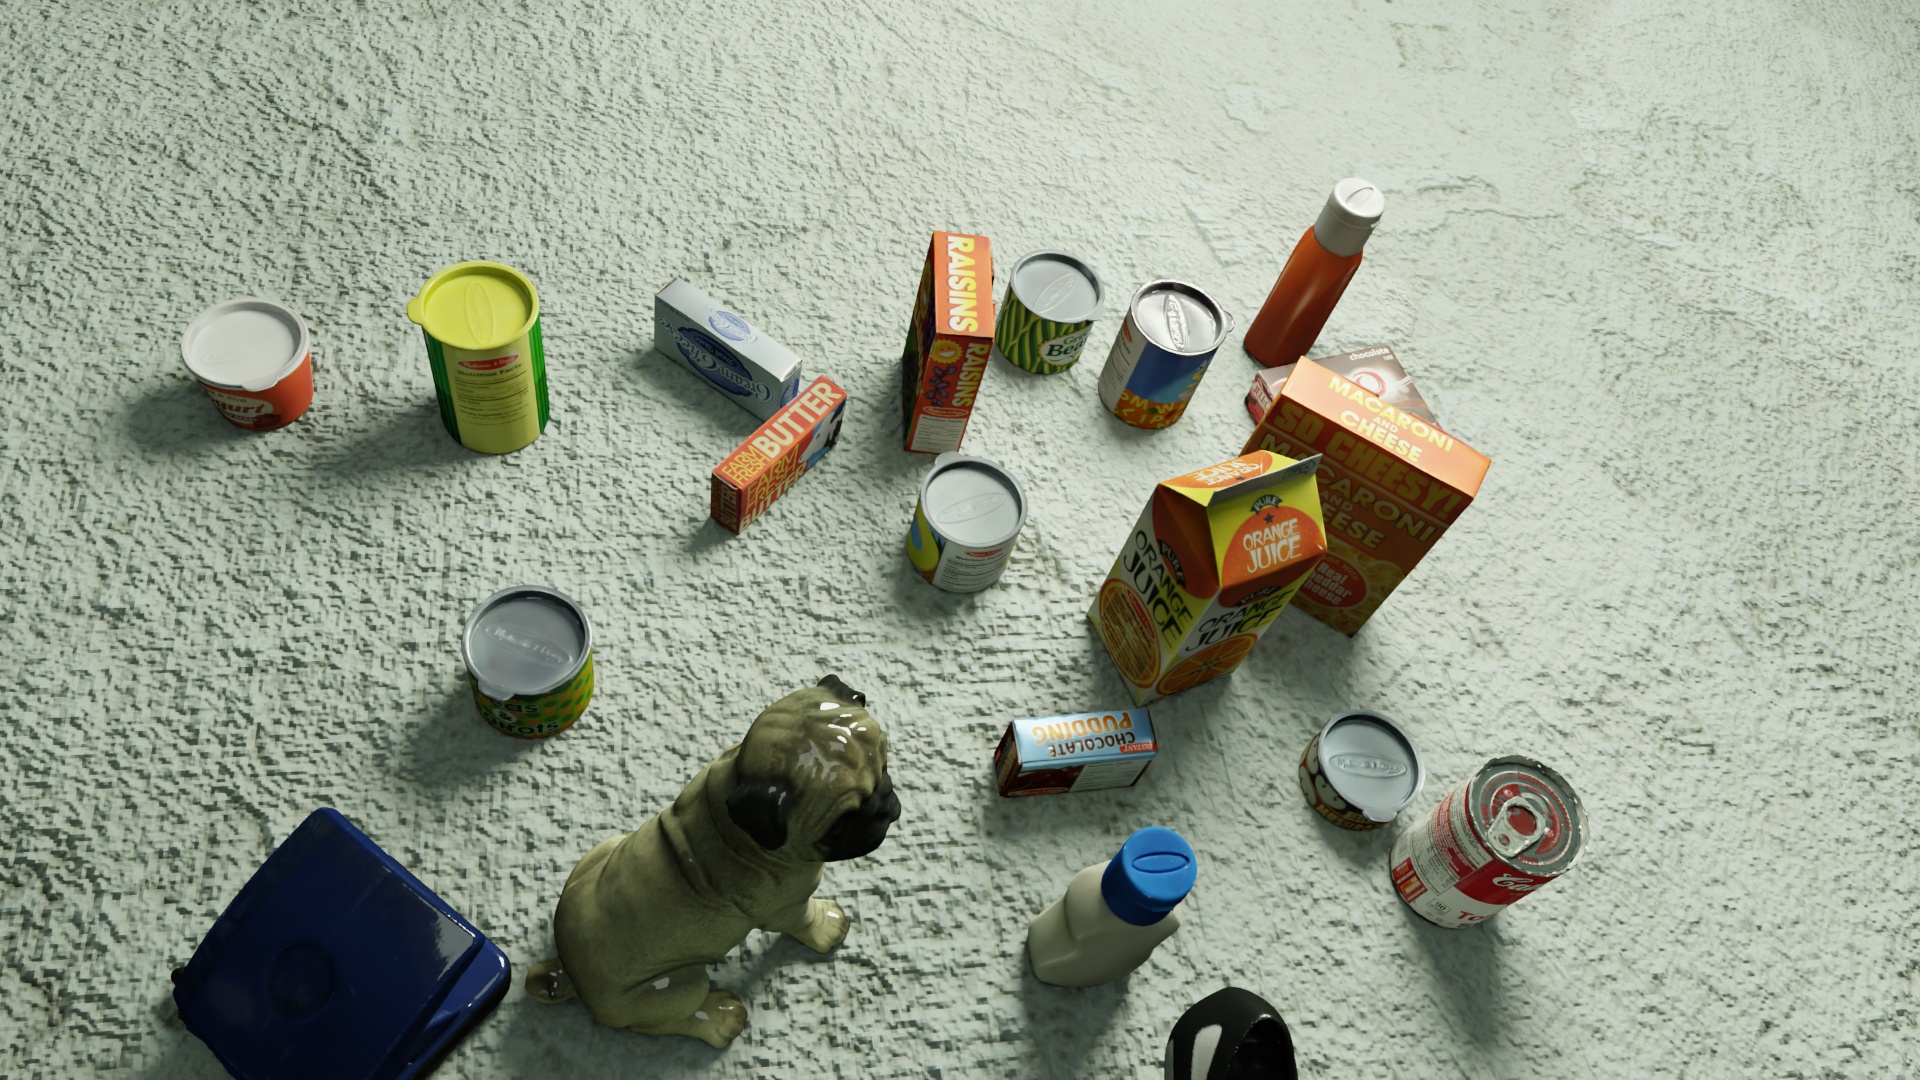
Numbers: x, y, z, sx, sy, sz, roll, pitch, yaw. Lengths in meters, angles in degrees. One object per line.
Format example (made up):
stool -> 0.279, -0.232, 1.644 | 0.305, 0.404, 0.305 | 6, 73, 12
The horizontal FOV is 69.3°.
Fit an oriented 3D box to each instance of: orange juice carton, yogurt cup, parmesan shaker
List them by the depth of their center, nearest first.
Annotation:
orange juice carton -> 0.141, 0.015, 0.789 | 0.072, 0.191, 0.073 | -17, 63, -22
yogurt cup -> -0.418, -0.102, 0.824 | 0.072, 0.053, 0.073 | 6, 57, -9
parmesan shaker -> -0.285, -0.107, 0.827 | 0.071, 0.102, 0.071 | 6, 57, -9

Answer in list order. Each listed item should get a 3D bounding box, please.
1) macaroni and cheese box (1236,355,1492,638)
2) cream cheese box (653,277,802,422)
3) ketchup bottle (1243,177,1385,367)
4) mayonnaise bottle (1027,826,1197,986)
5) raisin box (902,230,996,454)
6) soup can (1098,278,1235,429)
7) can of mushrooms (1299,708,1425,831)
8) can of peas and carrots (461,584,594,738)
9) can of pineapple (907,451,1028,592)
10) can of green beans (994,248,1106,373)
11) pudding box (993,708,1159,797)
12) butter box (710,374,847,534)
macaroni and cheese box -> 0.225, -0.023, 0.848 | 0.124, 0.165, 0.040 | 30, 57, 7
cream cheese box -> -0.150, -0.121, 0.895 | 0.104, 0.053, 0.024 | 34, 57, 10
ketchup bottle -> 0.249, -0.186, 0.968 | 0.065, 0.148, 0.043 | -35, 71, -29
mayonnaise bottle -> 0.078, 0.185, 0.694 | 0.065, 0.147, 0.041 | -1, 59, -13
raisin box -> -0.009, -0.124, 0.887 | 0.040, 0.122, 0.086 | 5, 57, -9
soup can -> 0.138, -0.125, 0.944 | 0.071, 0.083, 0.071 | 6, 57, -9
can of mushrooms -> 0.238, 0.139, 0.827 | 0.071, 0.033, 0.071 | 6, 57, -9
can of peas and carrots -> -0.234, 0.069, 0.753 | 0.071, 0.058, 0.071 | 6, 57, -9
can of pineapple -> 0.003, -0.011, 0.856 | 0.071, 0.057, 0.071 | 6, 57, -9
can of green beans -> 0.061, -0.158, 0.963 | 0.071, 0.057, 0.071 | 6, 57, -9
pudding box -> 0.065, 0.121, 0.790 | 0.084, 0.049, 0.030 | -3, 59, -14
butter box -> -0.112, -0.053, 0.861 | 0.024, 0.052, 0.104 | 36, 58, 11
